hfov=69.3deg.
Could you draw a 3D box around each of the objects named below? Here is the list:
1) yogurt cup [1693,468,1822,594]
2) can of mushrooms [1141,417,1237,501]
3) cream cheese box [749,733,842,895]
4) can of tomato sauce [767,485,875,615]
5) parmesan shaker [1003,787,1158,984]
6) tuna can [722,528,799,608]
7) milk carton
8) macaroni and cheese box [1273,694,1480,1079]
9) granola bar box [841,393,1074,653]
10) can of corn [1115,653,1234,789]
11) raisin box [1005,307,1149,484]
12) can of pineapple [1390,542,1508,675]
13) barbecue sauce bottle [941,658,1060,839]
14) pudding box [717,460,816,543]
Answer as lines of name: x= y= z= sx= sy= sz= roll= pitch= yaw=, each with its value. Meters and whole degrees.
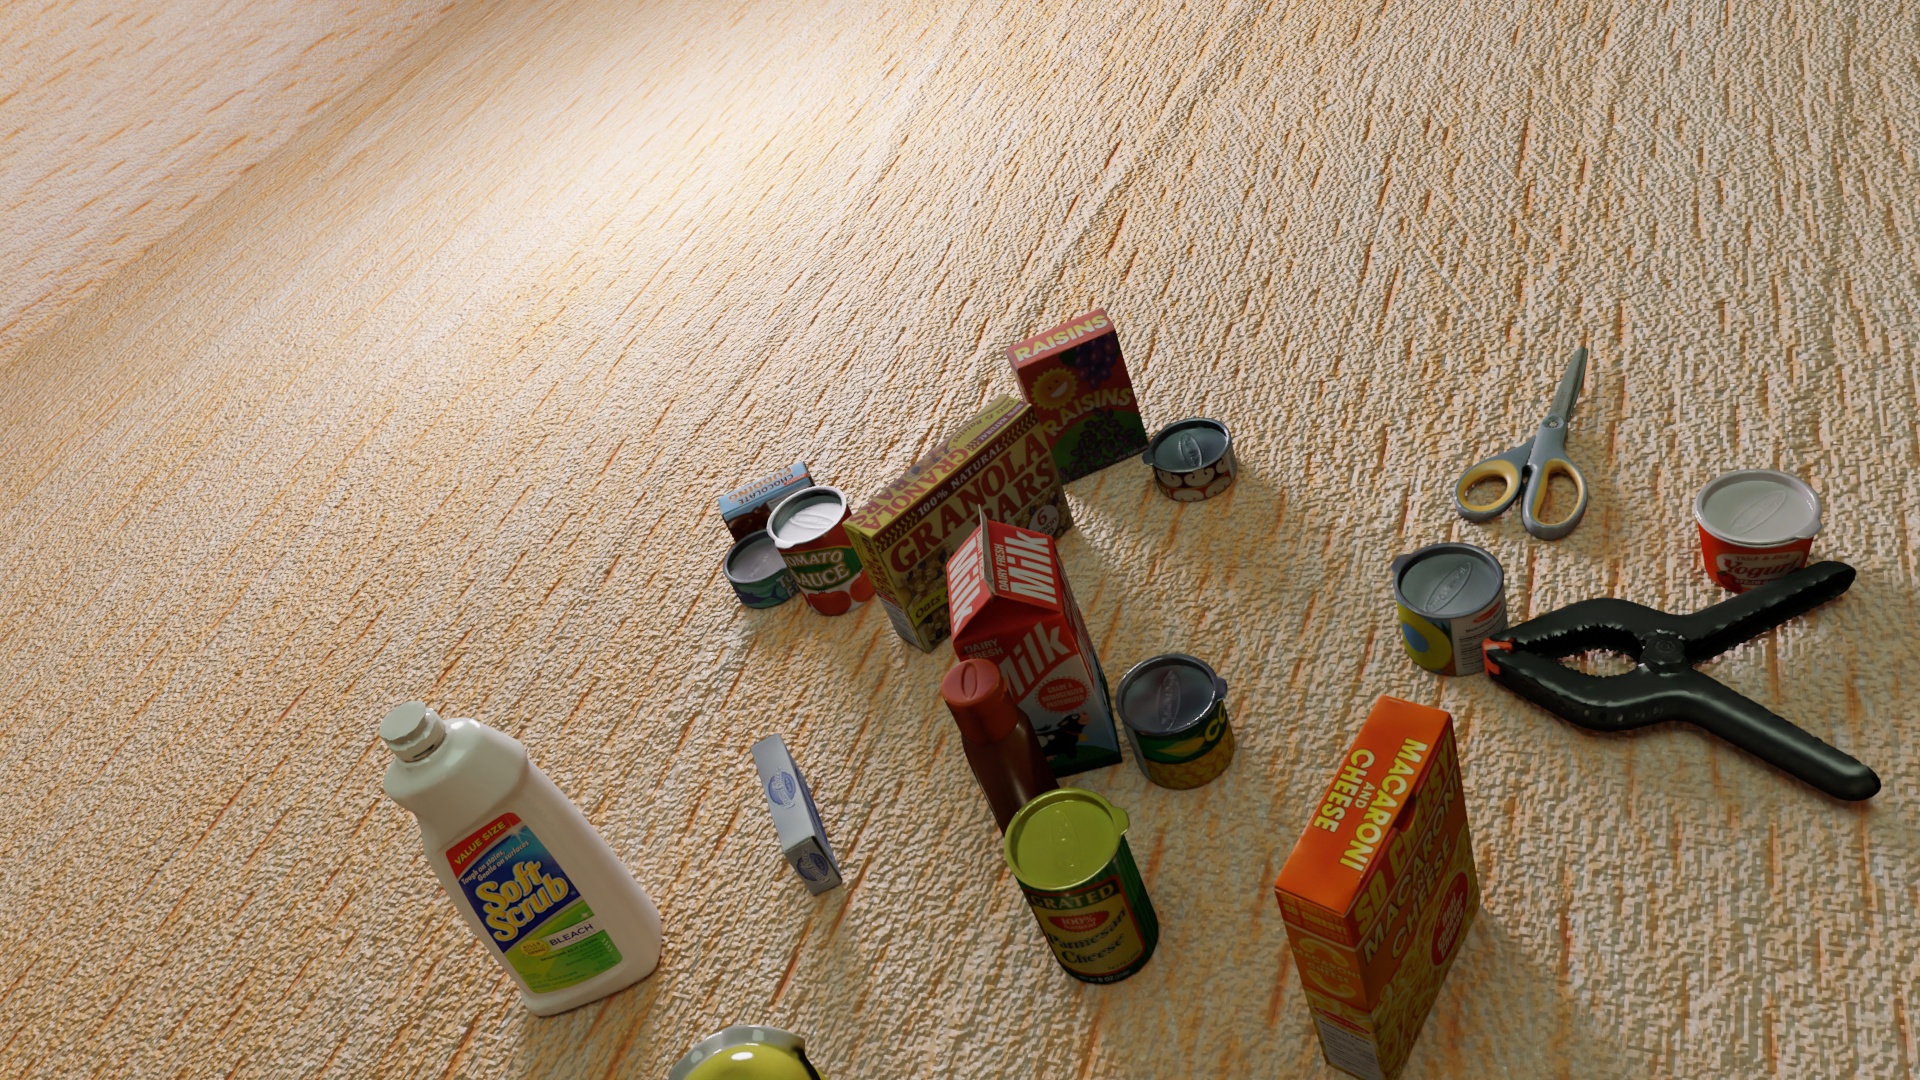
yogurt cup: x=0.490 y=-0.003 z=0.856 sx=0.072 sy=0.053 sz=0.073 roll=-13 pitch=40 yaw=12
can of mushrooms: x=0.180 y=-0.063 z=1.090 sx=0.071 sy=0.033 sz=0.071 roll=-13 pitch=40 yaw=12
cream cheese box: x=-0.111 y=0.183 z=0.934 sx=0.024 sy=0.053 sz=0.104 roll=-26 pitch=39 yaw=-4
can of tomato sauce: x=-0.108 y=0.010 z=1.105 sx=0.071 sy=0.082 sz=0.071 roll=-14 pitch=40 yaw=12
parmesan shaker: x=0.073 y=0.197 z=0.790 sx=0.071 sy=0.102 sz=0.072 roll=-14 pitch=40 yaw=12
tuna can: x=-0.159 y=0.023 z=1.155 sx=0.071 sy=0.032 sz=0.071 roll=-13 pitch=40 yaw=12
milk carton: x=0.042 y=0.067 z=0.884 sx=0.073 sy=0.189 sz=0.073 roll=-16 pitch=40 yaw=9
macaroni and cheese box: x=0.214 y=0.178 z=0.694 sx=0.040 sy=0.165 sz=0.124 roll=14 pitch=52 yaw=37
granola bar box: x=0.004 y=-0.013 z=1.046 sx=0.166 sy=0.123 sz=0.039 roll=-41 pitch=42 yaw=-21
can of corn: x=0.140 y=0.116 z=0.886 sx=0.071 sy=0.058 sz=0.071 roll=-13 pitch=40 yaw=12
raisin box: x=0.096 y=-0.115 z=1.118 sx=0.086 sy=0.123 sz=0.040 roll=-22 pitch=39 yaw=1
can of pineapple: x=0.312 y=0.043 z=0.886 sx=0.071 sy=0.057 sz=0.071 roll=-13 pitch=40 yaw=12
barbecue sauce bottle: x=0.029 y=0.133 z=0.848 sx=0.043 sy=0.148 sz=0.065 roll=-14 pitch=40 yaw=12
pudding box: x=-0.162 y=-0.028 z=1.202 sx=0.084 sy=0.049 sz=0.030 roll=-25 pitch=39 yaw=-2
